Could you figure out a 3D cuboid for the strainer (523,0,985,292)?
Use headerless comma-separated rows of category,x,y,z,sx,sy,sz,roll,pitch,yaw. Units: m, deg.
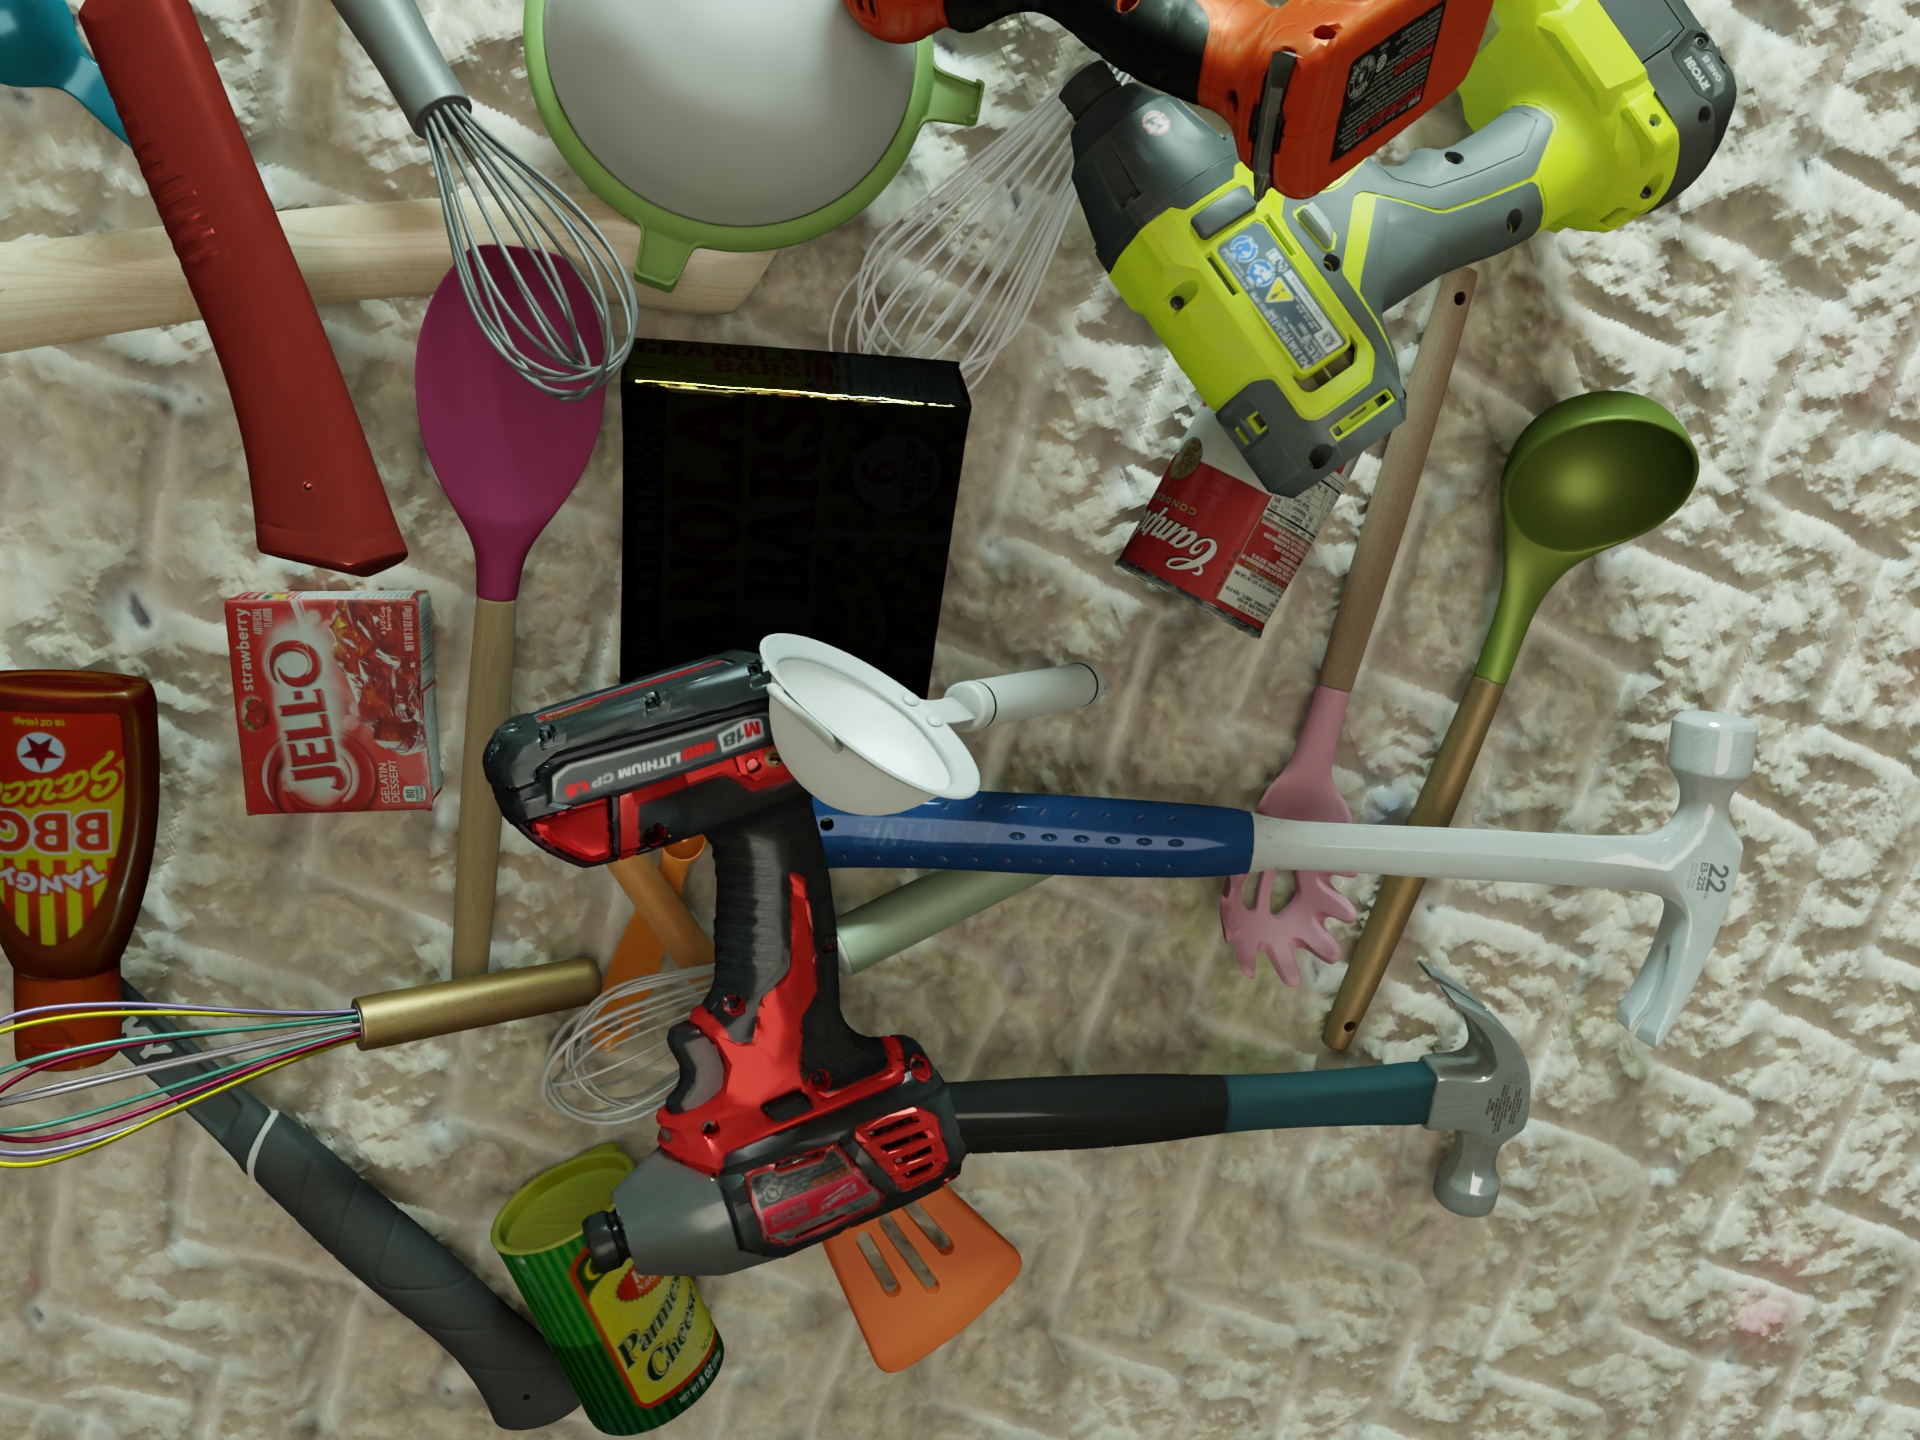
strainer,-0.105,-0.294,0.555,0.151,0.069,0.256,-31,98,-8

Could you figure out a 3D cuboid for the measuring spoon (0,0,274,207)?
measuring spoon,-0.310,-0.225,0.581,0.128,0.021,0.042,37,96,-15

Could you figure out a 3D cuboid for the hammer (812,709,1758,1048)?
hammer,0.131,0.058,0.667,0.405,0.035,0.144,3,100,-6

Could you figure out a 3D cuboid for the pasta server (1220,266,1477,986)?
pasta server,0.173,-0.039,0.691,0.060,0.040,0.316,13,100,-12

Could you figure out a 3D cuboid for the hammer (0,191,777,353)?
hammer,-0.275,-0.175,0.585,0.410,0.038,0.146,-8,112,-8

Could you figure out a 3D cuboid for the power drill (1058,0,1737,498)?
power drill,0.158,-0.211,0.592,0.223,0.080,0.171,-35,91,-12

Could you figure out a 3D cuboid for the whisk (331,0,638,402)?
whisk,-0.182,-0.215,0.557,0.055,0.055,0.239,-31,82,0

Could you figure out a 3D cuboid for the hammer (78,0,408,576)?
hammer,-0.263,-0.222,0.541,0.149,0.037,0.359,-22,95,-11

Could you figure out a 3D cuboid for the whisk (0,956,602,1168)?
whisk,-0.258,0.127,0.621,0.245,0.047,0.051,-6,128,-34

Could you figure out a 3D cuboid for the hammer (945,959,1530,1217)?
hammer,0.103,0.174,0.712,0.331,0.033,0.128,0,113,-13

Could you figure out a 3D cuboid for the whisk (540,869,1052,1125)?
whisk,-0.058,0.100,0.664,0.246,0.058,0.059,-24,137,-19

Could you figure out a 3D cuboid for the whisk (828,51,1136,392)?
whisk,0.046,-0.238,0.617,0.070,0.070,0.284,37,91,-15

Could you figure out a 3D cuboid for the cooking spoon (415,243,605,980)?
cooking spoon,-0.187,-0.025,0.633,0.068,0.017,0.318,3,110,-19

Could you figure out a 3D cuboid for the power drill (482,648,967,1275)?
power drill,-0.092,0.094,0.583,0.143,0.078,0.219,-19,100,-16

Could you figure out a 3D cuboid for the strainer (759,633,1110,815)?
strainer,-0.001,-0.002,0.586,0.087,0.258,0.050,42,114,19

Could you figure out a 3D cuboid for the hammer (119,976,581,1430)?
hammer,-0.304,0.162,0.672,0.149,0.036,0.408,-40,106,1

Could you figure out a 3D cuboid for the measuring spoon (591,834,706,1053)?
measuring spoon,-0.137,0.094,0.693,0.021,0.011,0.117,19,104,-15

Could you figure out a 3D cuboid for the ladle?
ladle,0.229,0.010,0.702,0.078,0.062,0.320,16,103,-13

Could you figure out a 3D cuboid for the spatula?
spatula,-0.085,0.143,0.690,0.081,0.041,0.322,-35,109,-11
